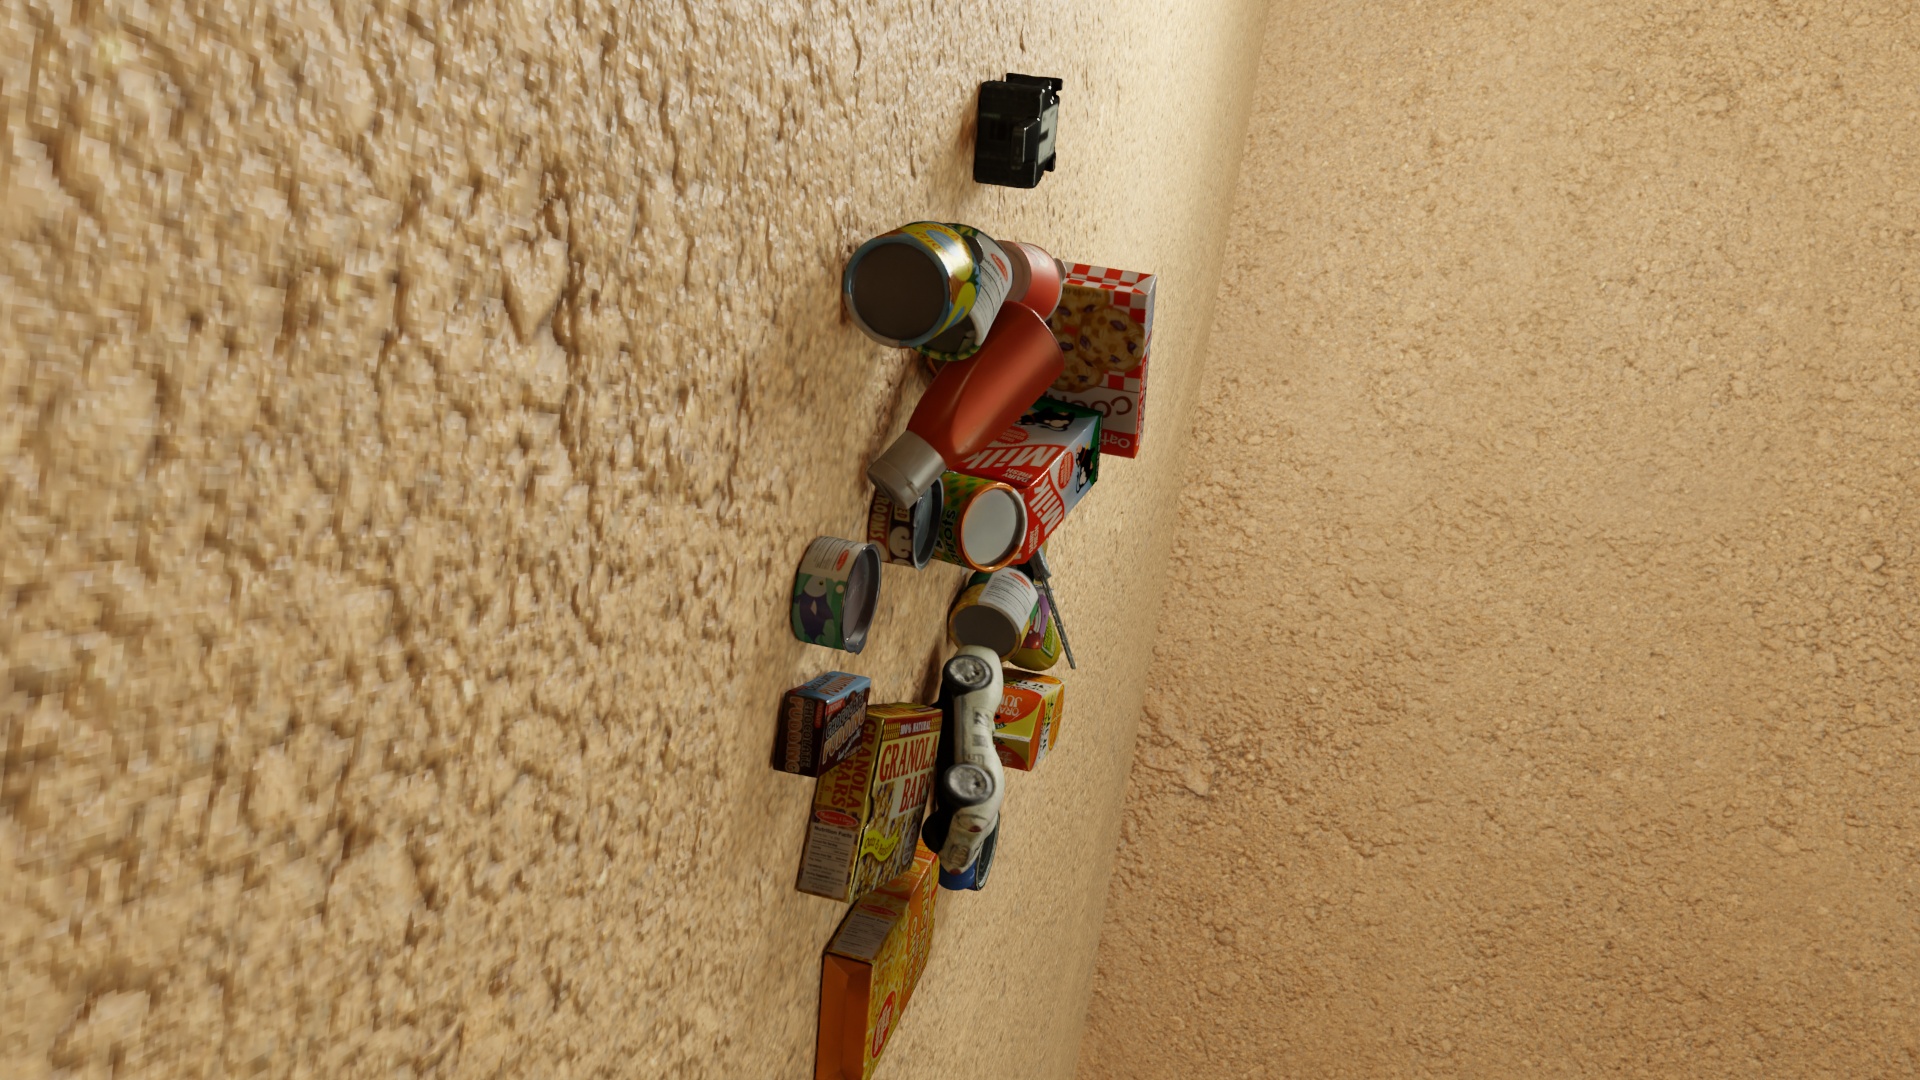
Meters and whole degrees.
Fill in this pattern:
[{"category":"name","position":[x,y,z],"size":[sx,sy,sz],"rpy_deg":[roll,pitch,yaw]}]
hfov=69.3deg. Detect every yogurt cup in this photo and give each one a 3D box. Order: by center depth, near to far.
[{"category":"yogurt cup","position":[0.036,-0.192,1.034],"size":[0.054,0.072,0.072],"rpy_deg":[-1,102,-68]}]

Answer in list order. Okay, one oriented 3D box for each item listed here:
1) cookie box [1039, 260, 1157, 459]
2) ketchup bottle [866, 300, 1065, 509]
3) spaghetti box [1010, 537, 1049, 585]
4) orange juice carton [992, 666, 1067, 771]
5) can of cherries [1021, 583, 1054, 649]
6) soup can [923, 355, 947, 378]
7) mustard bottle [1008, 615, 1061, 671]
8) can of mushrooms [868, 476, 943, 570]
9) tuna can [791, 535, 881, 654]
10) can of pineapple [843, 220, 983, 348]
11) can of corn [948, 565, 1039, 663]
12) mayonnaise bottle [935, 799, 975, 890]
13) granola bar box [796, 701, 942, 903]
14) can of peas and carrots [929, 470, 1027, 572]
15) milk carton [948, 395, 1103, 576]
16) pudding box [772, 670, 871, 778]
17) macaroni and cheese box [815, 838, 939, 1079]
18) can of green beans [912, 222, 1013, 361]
[{"category":"cookie box","position":[0.098,-0.155,1.183],"size":[0.040,0.123,0.166],"rpy_deg":[-63,159,-46]},{"category":"ketchup bottle","position":[0.002,-0.084,0.900],"size":[0.149,0.043,0.064],"rpy_deg":[-47,132,-13]},{"category":"spaghetti box","position":[0.082,-0.073,1.381],"size":[0.050,0.029,0.249],"rpy_deg":[-30,130,-73]},{"category":"orange juice carton","position":[0.049,0.173,1.347],"size":[0.193,0.072,0.073],"rpy_deg":[-5,105,-76]},{"category":"can of cherries","position":[0.048,0.065,1.266],"size":[0.071,0.071,0.058],"rpy_deg":[12,90,-76]},{"category":"soup can","position":[0.013,-0.129,0.987],"size":[0.083,0.071,0.071],"rpy_deg":[36,66,-74]},{"category":"mustard bottle","position":[0.072,0.100,1.403],"size":[0.160,0.049,0.065],"rpy_deg":[50,41,-65]},{"category":"can of mushrooms","position":[-0.036,-0.016,0.935],"size":[0.071,0.033,0.071],"rpy_deg":[10,92,-76]},{"category":"tuna can","position":[-0.073,0.034,0.825],"size":[0.071,0.033,0.071],"rpy_deg":[9,92,-76]},{"category":"can of pineapple","position":[-0.026,-0.149,0.800],"size":[0.058,0.071,0.070],"rpy_deg":[-49,147,-64]},{"category":"can of corn","position":[0.027,0.065,1.192],"size":[0.058,0.071,0.070],"rpy_deg":[-59,156,-53]},{"category":"mayonnaise bottle","position":[-0.001,0.250,1.264],"size":[0.065,0.041,0.147],"rpy_deg":[-59,155,-60]},{"category":"granola bar box","position":[-0.059,0.179,0.981],"size":[0.165,0.039,0.124],"rpy_deg":[23,78,-76]},{"category":"can of peas and carrots","position":[0.004,-0.012,0.996],"size":[0.071,0.059,0.070],"rpy_deg":[-11,107,-40]},{"category":"milk carton","position":[0.045,-0.045,1.127],"size":[0.191,0.073,0.072],"rpy_deg":[-46,145,-48]},{"category":"pudding box","position":[-0.083,0.111,0.848],"size":[0.084,0.030,0.049],"rpy_deg":[-12,111,-76]},{"category":"macaroni and cheese box","position":[-0.061,0.326,1.082],"size":[0.167,0.040,0.123],"rpy_deg":[-48,147,-65]},{"category":"can of green beans","position":[-0.007,-0.155,0.871],"size":[0.071,0.071,0.058],"rpy_deg":[82,27,-53]}]
